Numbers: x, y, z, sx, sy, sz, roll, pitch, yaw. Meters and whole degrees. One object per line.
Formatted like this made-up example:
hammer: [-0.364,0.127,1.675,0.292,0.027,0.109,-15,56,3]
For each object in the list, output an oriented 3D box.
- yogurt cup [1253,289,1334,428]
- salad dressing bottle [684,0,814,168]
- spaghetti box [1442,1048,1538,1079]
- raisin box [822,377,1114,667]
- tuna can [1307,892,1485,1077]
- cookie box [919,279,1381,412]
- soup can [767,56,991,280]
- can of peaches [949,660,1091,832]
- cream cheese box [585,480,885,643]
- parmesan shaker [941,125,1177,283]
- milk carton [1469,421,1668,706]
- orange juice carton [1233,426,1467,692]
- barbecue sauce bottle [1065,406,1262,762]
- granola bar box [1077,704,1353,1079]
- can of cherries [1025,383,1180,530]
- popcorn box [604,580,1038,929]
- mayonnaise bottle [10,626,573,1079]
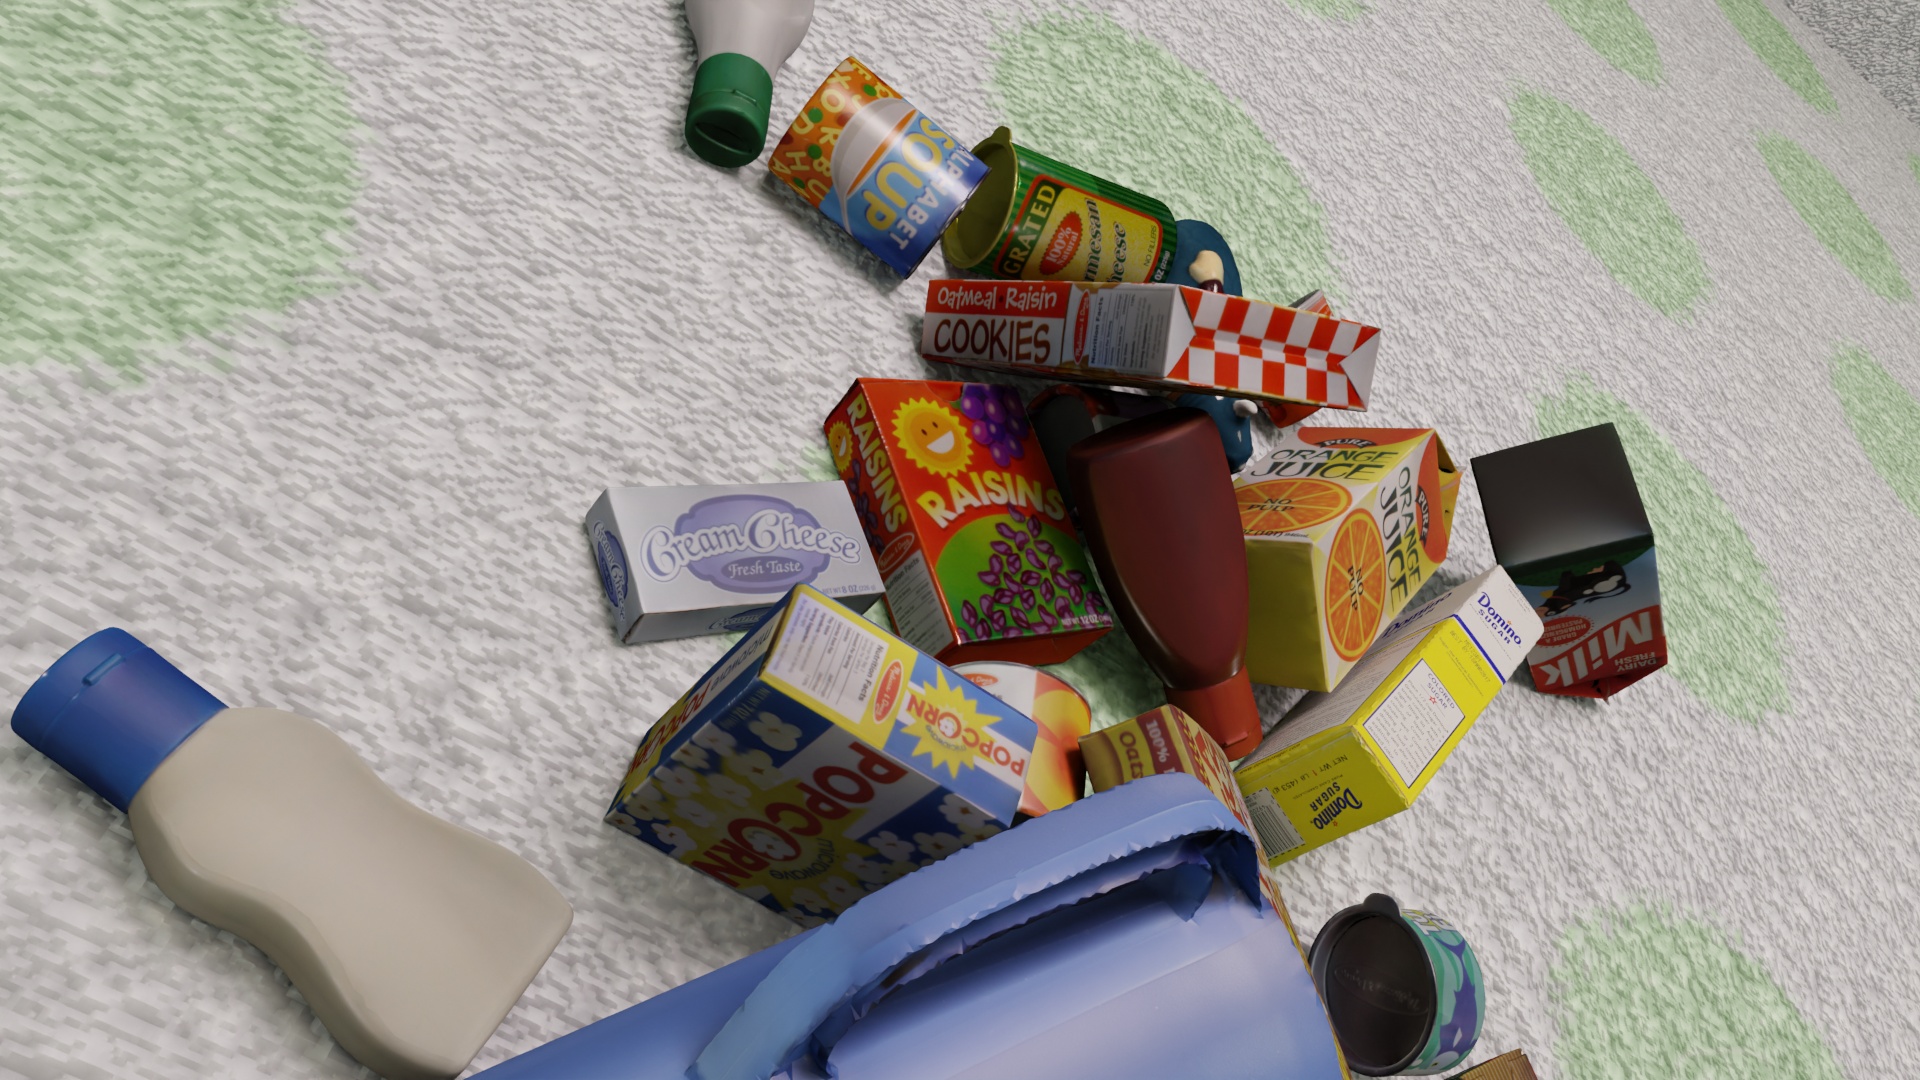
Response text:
yogurt cup: [0.185,-0.099,0.771,0.054,0.072,0.073,55,44,-4]
salad dressing bottle: [-0.104,-0.241,0.664,0.064,0.043,0.148,22,51,-27]
spaghetti box: [0.254,0.333,0.543,0.050,0.028,0.251,-1,61,-38]
raisin box: [0.002,-0.007,0.583,0.086,0.040,0.124,-3,62,-38]
tuna can: [0.176,0.180,0.563,0.033,0.070,0.071,14,53,-32]
cookie box: [0.078,-0.087,0.618,0.123,0.167,0.040,3,98,-36]
soup can: [-0.037,-0.174,0.648,0.084,0.071,0.072,37,45,-10]
can of peaches: [0.015,0.087,0.508,0.071,0.071,0.058,27,48,-20]
cream cheese box: [-0.083,0.006,0.520,0.104,0.024,0.053,-4,62,-39]
parmesan shaker: [0.052,-0.159,0.704,0.103,0.071,0.071,11,55,-31]
milk carton: [0.338,0.023,0.763,0.190,0.073,0.073,48,32,-50]
orange juice carton: [0.181,-0.005,0.677,0.193,0.072,0.072,-33,118,-46]
barbecue sauce bottle: [0.093,0.022,0.586,0.065,0.044,0.148,-21,106,-11]
granola bar box: [0.100,0.150,0.502,0.124,0.039,0.166,41,28,-64]
can of cherries: [0.063,-0.036,0.634,0.058,0.071,0.072,3,59,-35]
popcorn box: [-0.046,0.072,0.429,0.085,0.126,0.038,32,49,-15]
mayonnaise bottle: [-0.182,0.083,0.379,0.148,0.041,0.065,40,43,-6]
